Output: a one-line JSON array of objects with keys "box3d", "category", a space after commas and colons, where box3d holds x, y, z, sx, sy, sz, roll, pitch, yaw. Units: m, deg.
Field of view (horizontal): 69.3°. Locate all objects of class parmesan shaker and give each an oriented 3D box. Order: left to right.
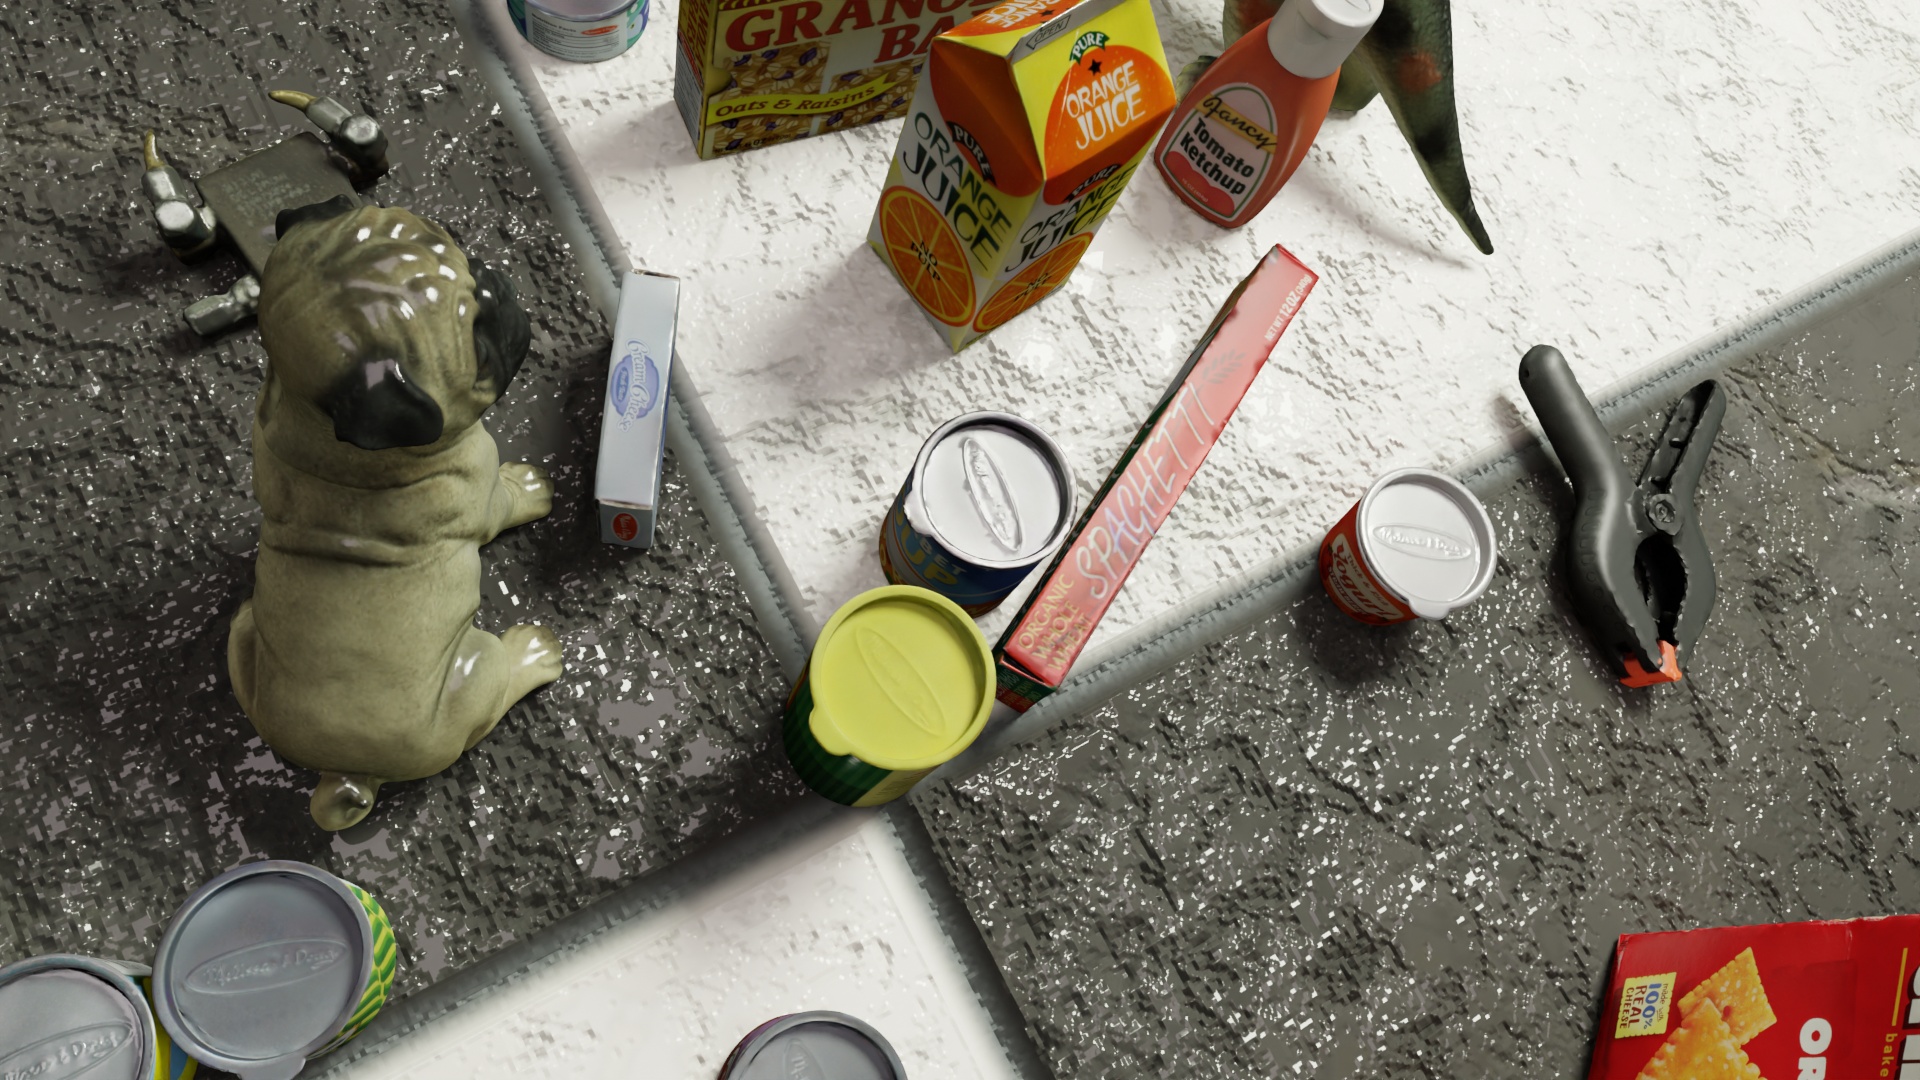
[{"box3d": [-0.033, 0.064, 0.531, 0.071, 0.102, 0.071, 4, 71, -13], "category": "parmesan shaker"}]

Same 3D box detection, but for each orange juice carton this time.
[{"box3d": [0.025, -0.161, 0.575, 0.072, 0.192, 0.073, -34, 83, -22], "category": "orange juice carton"}]

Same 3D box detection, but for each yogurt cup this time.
[{"box3d": [0.201, 0.006, 0.636, 0.072, 0.053, 0.072, 4, 71, -13], "category": "yogurt cup"}]

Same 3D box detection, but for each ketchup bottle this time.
[{"box3d": [0.143, -0.207, 0.644, 0.065, 0.148, 0.044, 43, 67, 3], "category": "ketchup bottle"}]

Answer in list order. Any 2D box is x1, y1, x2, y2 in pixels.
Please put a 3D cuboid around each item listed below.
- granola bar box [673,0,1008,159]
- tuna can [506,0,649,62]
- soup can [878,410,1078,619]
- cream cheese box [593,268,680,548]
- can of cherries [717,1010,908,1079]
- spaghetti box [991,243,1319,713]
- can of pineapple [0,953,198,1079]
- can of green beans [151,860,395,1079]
[{"box3d": [-0.041, -0.235, 0.621, 0.166, 0.123, 0.039, -19, 77, -19], "category": "granola bar box"}, {"box3d": [-0.178, -0.261, 0.645, 0.071, 0.032, 0.071, 4, 71, -13], "category": "tuna can"}, {"box3d": [0.002, -0.007, 0.575, 0.071, 0.083, 0.071, 4, 71, -13], "category": "soup can"}, {"box3d": [-0.133, -0.053, 0.573, 0.024, 0.053, 0.104, 6, 70, -12], "category": "cream cheese box"}, {"box3d": [-0.058, 0.205, 0.500, 0.071, 0.058, 0.071, 4, 71, -13], "category": "can of cherries"}, {"box3d": [0.086, -0.031, 0.622, 0.029, 0.050, 0.251, 35, 67, 0], "category": "spaghetti box"}, {"box3d": [-0.291, 0.172, 0.453, 0.071, 0.057, 0.071, 4, 71, -13], "category": "can of pineapple"}, {"box3d": [-0.233, 0.146, 0.477, 0.071, 0.057, 0.071, 4, 71, -13], "category": "can of green beans"}]
